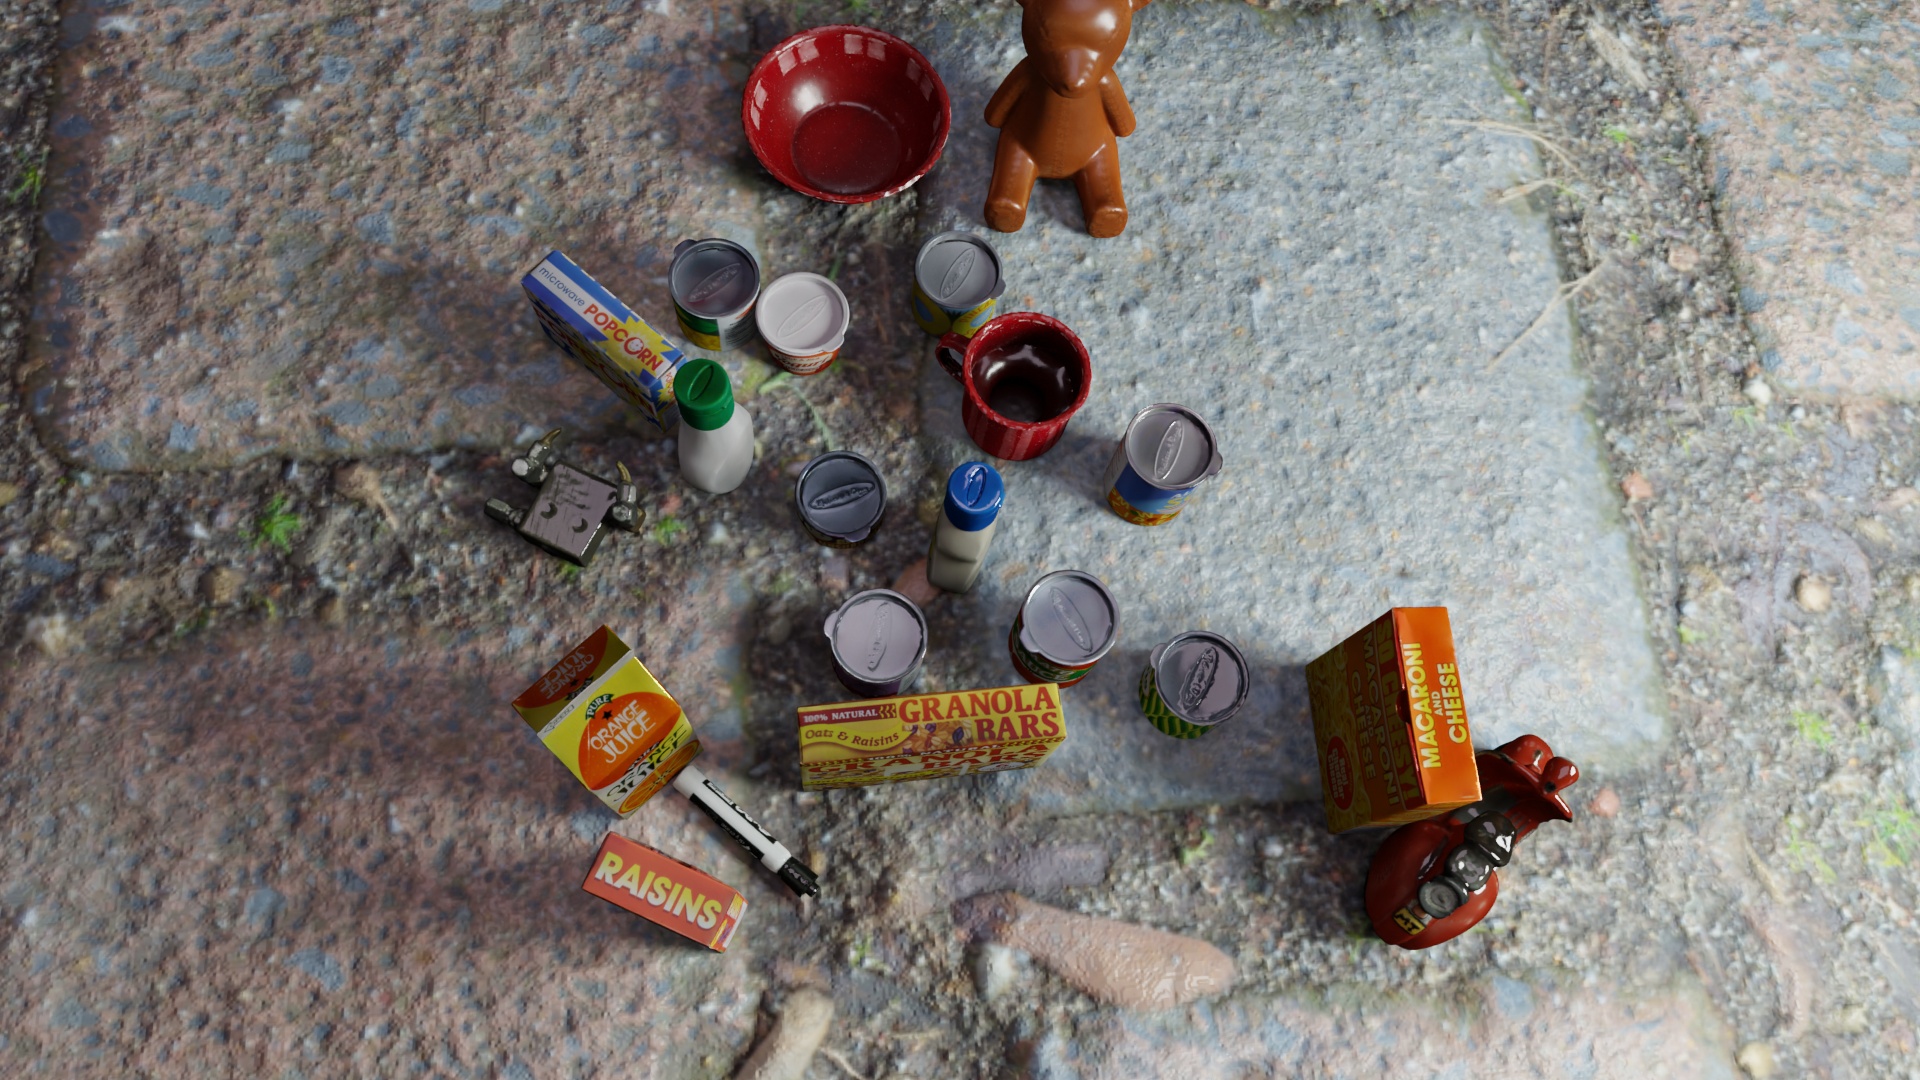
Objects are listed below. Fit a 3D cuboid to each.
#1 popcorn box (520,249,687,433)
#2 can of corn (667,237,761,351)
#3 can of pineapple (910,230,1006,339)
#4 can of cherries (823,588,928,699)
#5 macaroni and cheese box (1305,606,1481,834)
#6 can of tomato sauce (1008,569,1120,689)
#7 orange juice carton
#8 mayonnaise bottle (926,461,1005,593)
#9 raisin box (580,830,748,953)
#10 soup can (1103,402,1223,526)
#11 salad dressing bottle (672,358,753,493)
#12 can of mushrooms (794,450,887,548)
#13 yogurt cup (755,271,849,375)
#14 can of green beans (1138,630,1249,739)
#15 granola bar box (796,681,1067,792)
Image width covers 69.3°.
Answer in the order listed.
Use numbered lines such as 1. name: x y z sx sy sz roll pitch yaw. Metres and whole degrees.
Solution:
1. popcorn box: -0.252 -0.143 1.003 0.127 0.085 0.038 39 73 8
2. can of corn: -0.183 -0.184 1.037 0.071 0.058 0.071 2 71 -5
3. can of pineapple: -0.003 -0.191 1.057 0.071 0.057 0.071 2 71 -5
4. can of cherries: -0.060 0.071 0.962 0.071 0.058 0.071 2 71 -5
5. macaroni and cheese box: 0.280 0.124 0.919 0.040 0.166 0.124 -2 72 -6
6. can of tomato sauce: 0.069 0.065 0.963 0.071 0.083 0.071 2 72 -5
7. orange juice carton: -0.217 0.113 0.863 0.072 0.192 0.073 -42 80 -16
8. mayonnaise bottle: 0.003 -0.012 0.949 0.041 0.147 0.065 17 71 1
9. raisin box: -0.181 0.221 0.866 0.086 0.123 0.040 24 72 3
10. soup can: 0.146 -0.052 1.009 0.071 0.083 0.071 2 72 -5
11. salad dressing bottle: -0.171 -0.078 0.955 0.044 0.147 0.064 26 72 4
12. can of mushrooms: -0.086 -0.027 1.006 0.071 0.033 0.071 2 71 -5
13. yogurt cup: -0.117 -0.159 1.037 0.072 0.053 0.072 2 71 -5
14. can of green beans: 0.162 0.102 0.973 0.071 0.057 0.071 2 71 -5
15. granola bar box: -0.023 0.130 0.911 0.166 0.123 0.039 -5 72 -7
